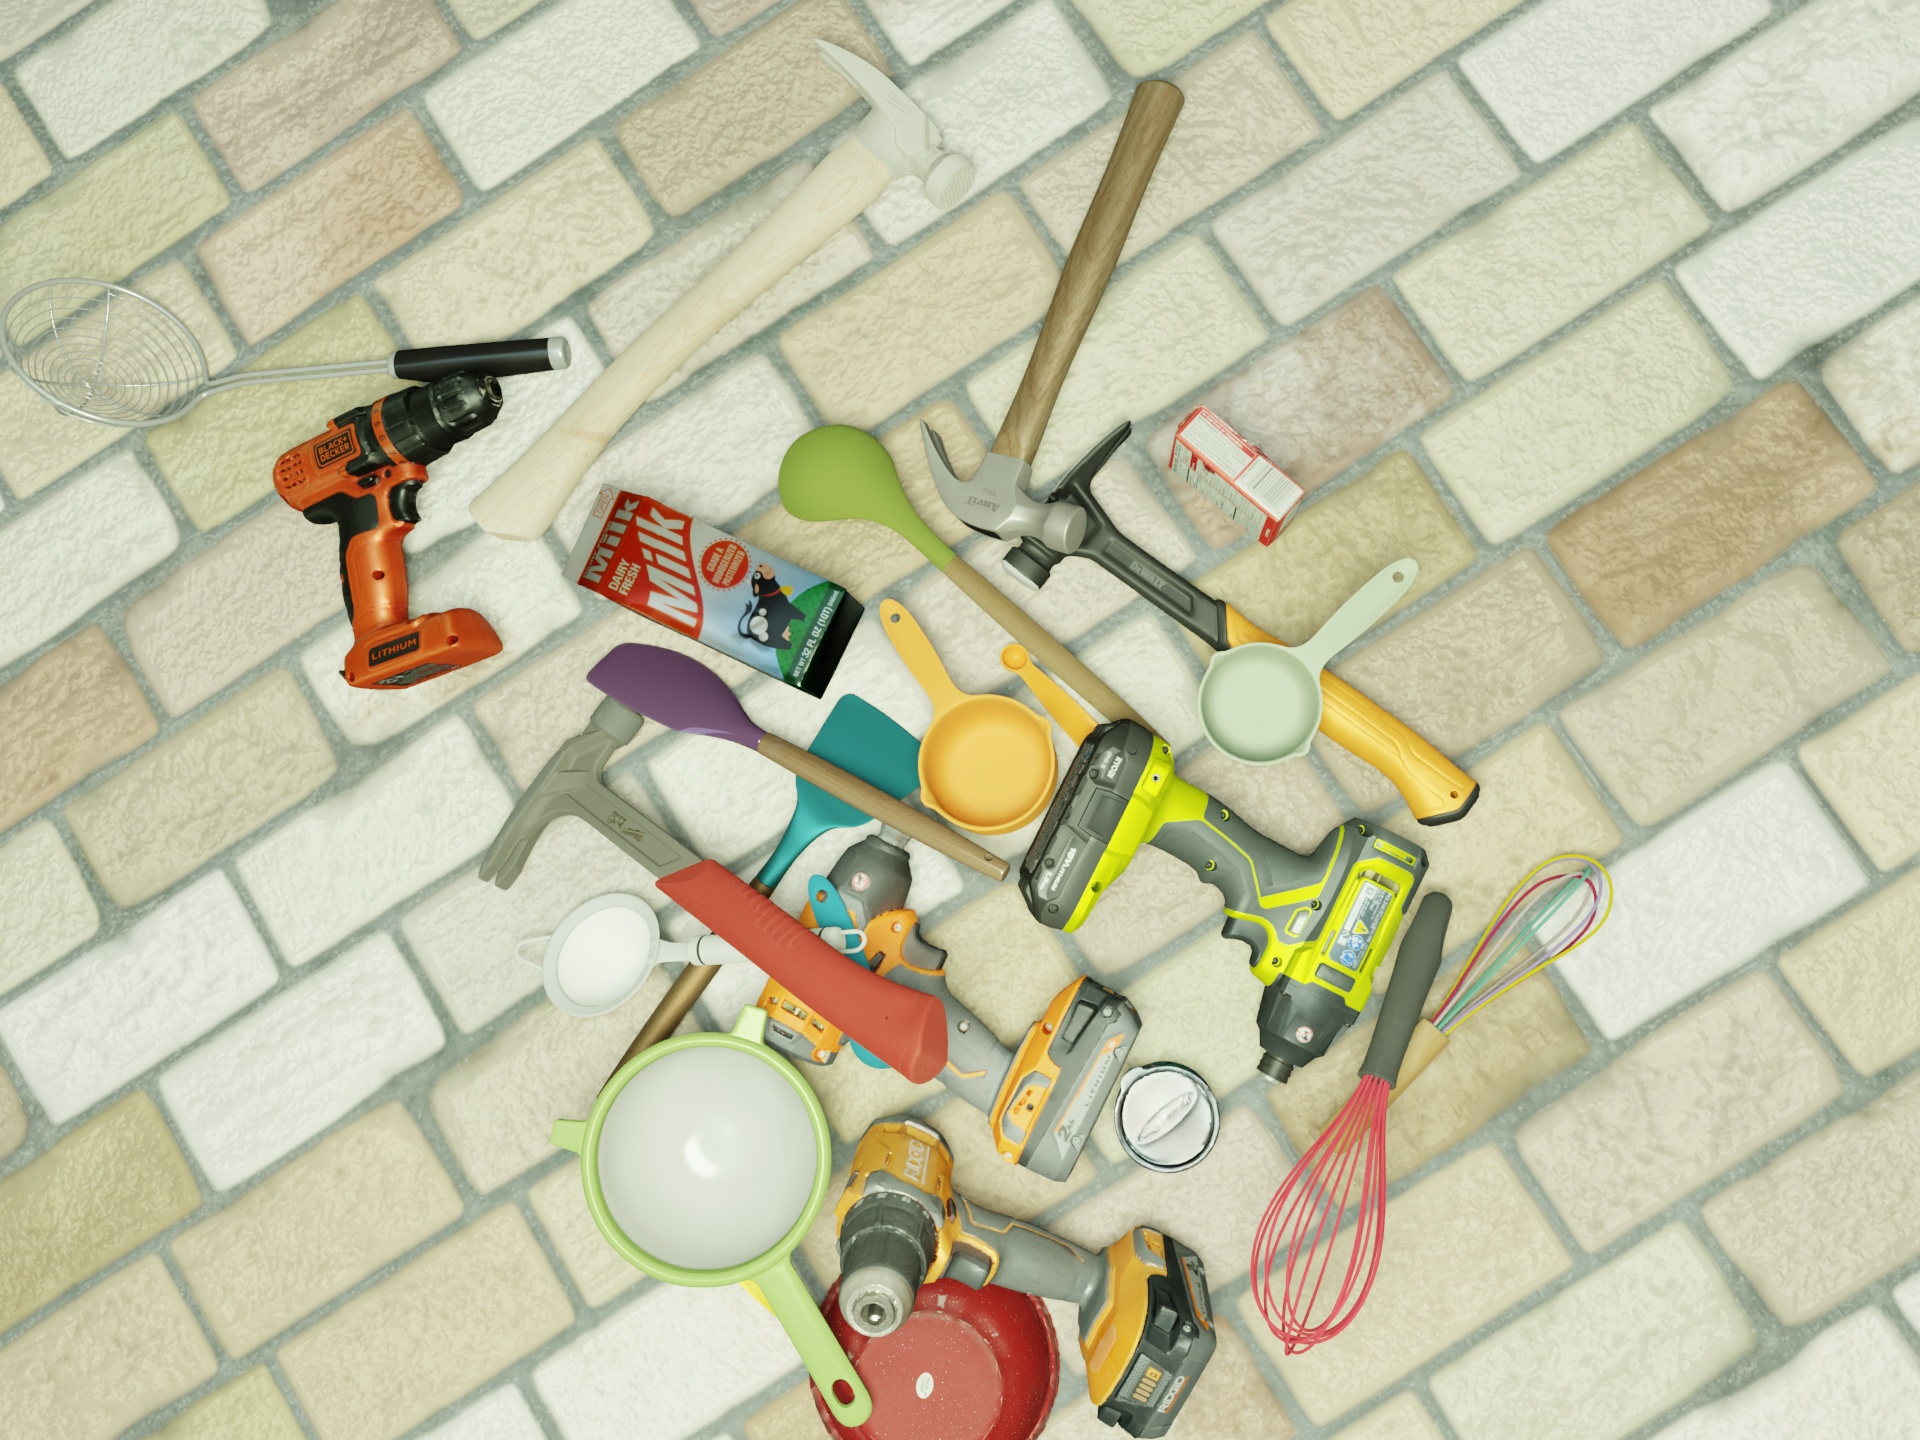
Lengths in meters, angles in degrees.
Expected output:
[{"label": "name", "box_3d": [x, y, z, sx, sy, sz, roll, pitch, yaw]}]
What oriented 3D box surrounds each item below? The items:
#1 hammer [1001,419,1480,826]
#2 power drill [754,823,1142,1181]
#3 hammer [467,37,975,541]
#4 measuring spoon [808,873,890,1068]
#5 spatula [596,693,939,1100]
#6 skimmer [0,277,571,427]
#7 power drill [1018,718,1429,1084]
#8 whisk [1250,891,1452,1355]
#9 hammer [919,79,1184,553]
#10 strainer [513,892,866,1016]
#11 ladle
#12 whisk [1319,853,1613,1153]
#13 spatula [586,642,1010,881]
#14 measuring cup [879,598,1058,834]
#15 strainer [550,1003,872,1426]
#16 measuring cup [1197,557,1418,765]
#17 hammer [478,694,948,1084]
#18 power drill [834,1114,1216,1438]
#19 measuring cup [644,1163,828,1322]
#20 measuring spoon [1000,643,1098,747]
[{"label": "hammer", "box_3d": [0.195, -0.052, 1.030, 0.337, 0.034, 0.127, 38, 90, 8]}, {"label": "power drill", "box_3d": [-0.003, 0.172, 1.005, 0.226, 0.084, 0.164, 25, 87, 12]}, {"label": "hammer", "box_3d": [-0.186, -0.283, 1.090, 0.410, 0.038, 0.146, -44, 81, 0]}, {"label": "measuring spoon", "box_3d": [-0.067, 0.152, 0.972, 0.042, 0.021, 0.129, -27, 75, 8]}, {"label": "spatula", "box_3d": [-0.140, 0.128, 1.051, 0.082, 0.044, 0.317, 37, 93, 7]}, {"label": "skimmer", "box_3d": [-0.456, -0.260, 1.086, 0.363, 0.090, 0.127, -4, 53, 3]}, {"label": "power drill", "box_3d": [0.156, 0.110, 0.987, 0.223, 0.080, 0.171, 27, 88, -3]}, {"label": "whisk", "box_3d": [0.242, 0.233, 0.948, 0.073, 0.073, 0.296, 23, 68, 7]}, {"label": "hammer", "box_3d": [0.073, -0.275, 1.054, 0.130, 0.031, 0.331, 18, 81, 25]}, {"label": "strainer", "box_3d": [-0.170, 0.149, 1.011, 0.258, 0.050, 0.087, -7, 57, 27]}, {"label": "ladle", "box_3d": [0.010, -0.081, 1.046, 0.320, 0.062, 0.078, 41, 66, 3]}, {"label": "whisk", "box_3d": [0.315, 0.179, 0.992, 0.047, 0.051, 0.245, 42, 93, 2]}, {"label": "spatula", "box_3d": [-0.105, 0.024, 1.030, 0.316, 0.018, 0.060, 28, 52, 17]}, {"label": "measuring cup", "box_3d": [-0.002, -0.003, 1.038, 0.095, 0.052, 0.174, -33, 74, 2]}, {"label": "strainer", "box_3d": [-0.126, 0.312, 0.982, 0.151, 0.069, 0.256, -31, 86, -4]}, {"label": "measuring cup", "box_3d": [0.219, -0.040, 0.991, 0.167, 0.038, 0.083, -43, 83, 1]}, {"label": "hammer", "box_3d": [-0.150, 0.119, 0.971, 0.359, 0.036, 0.149, 31, 83, 34]}, {"label": "power drill", "box_3d": [0.031, 0.328, 0.924, 0.226, 0.185, 0.084, 26, 101, -1]}, {"label": "measuring cup", "box_3d": [-0.145, 0.348, 1.032, 0.156, 0.029, 0.062, 42, 82, -4]}, {"label": "measuring spoon", "box_3d": [0.068, -0.005, 1.051, 0.021, 0.011, 0.117, -42, 85, -17]}]
